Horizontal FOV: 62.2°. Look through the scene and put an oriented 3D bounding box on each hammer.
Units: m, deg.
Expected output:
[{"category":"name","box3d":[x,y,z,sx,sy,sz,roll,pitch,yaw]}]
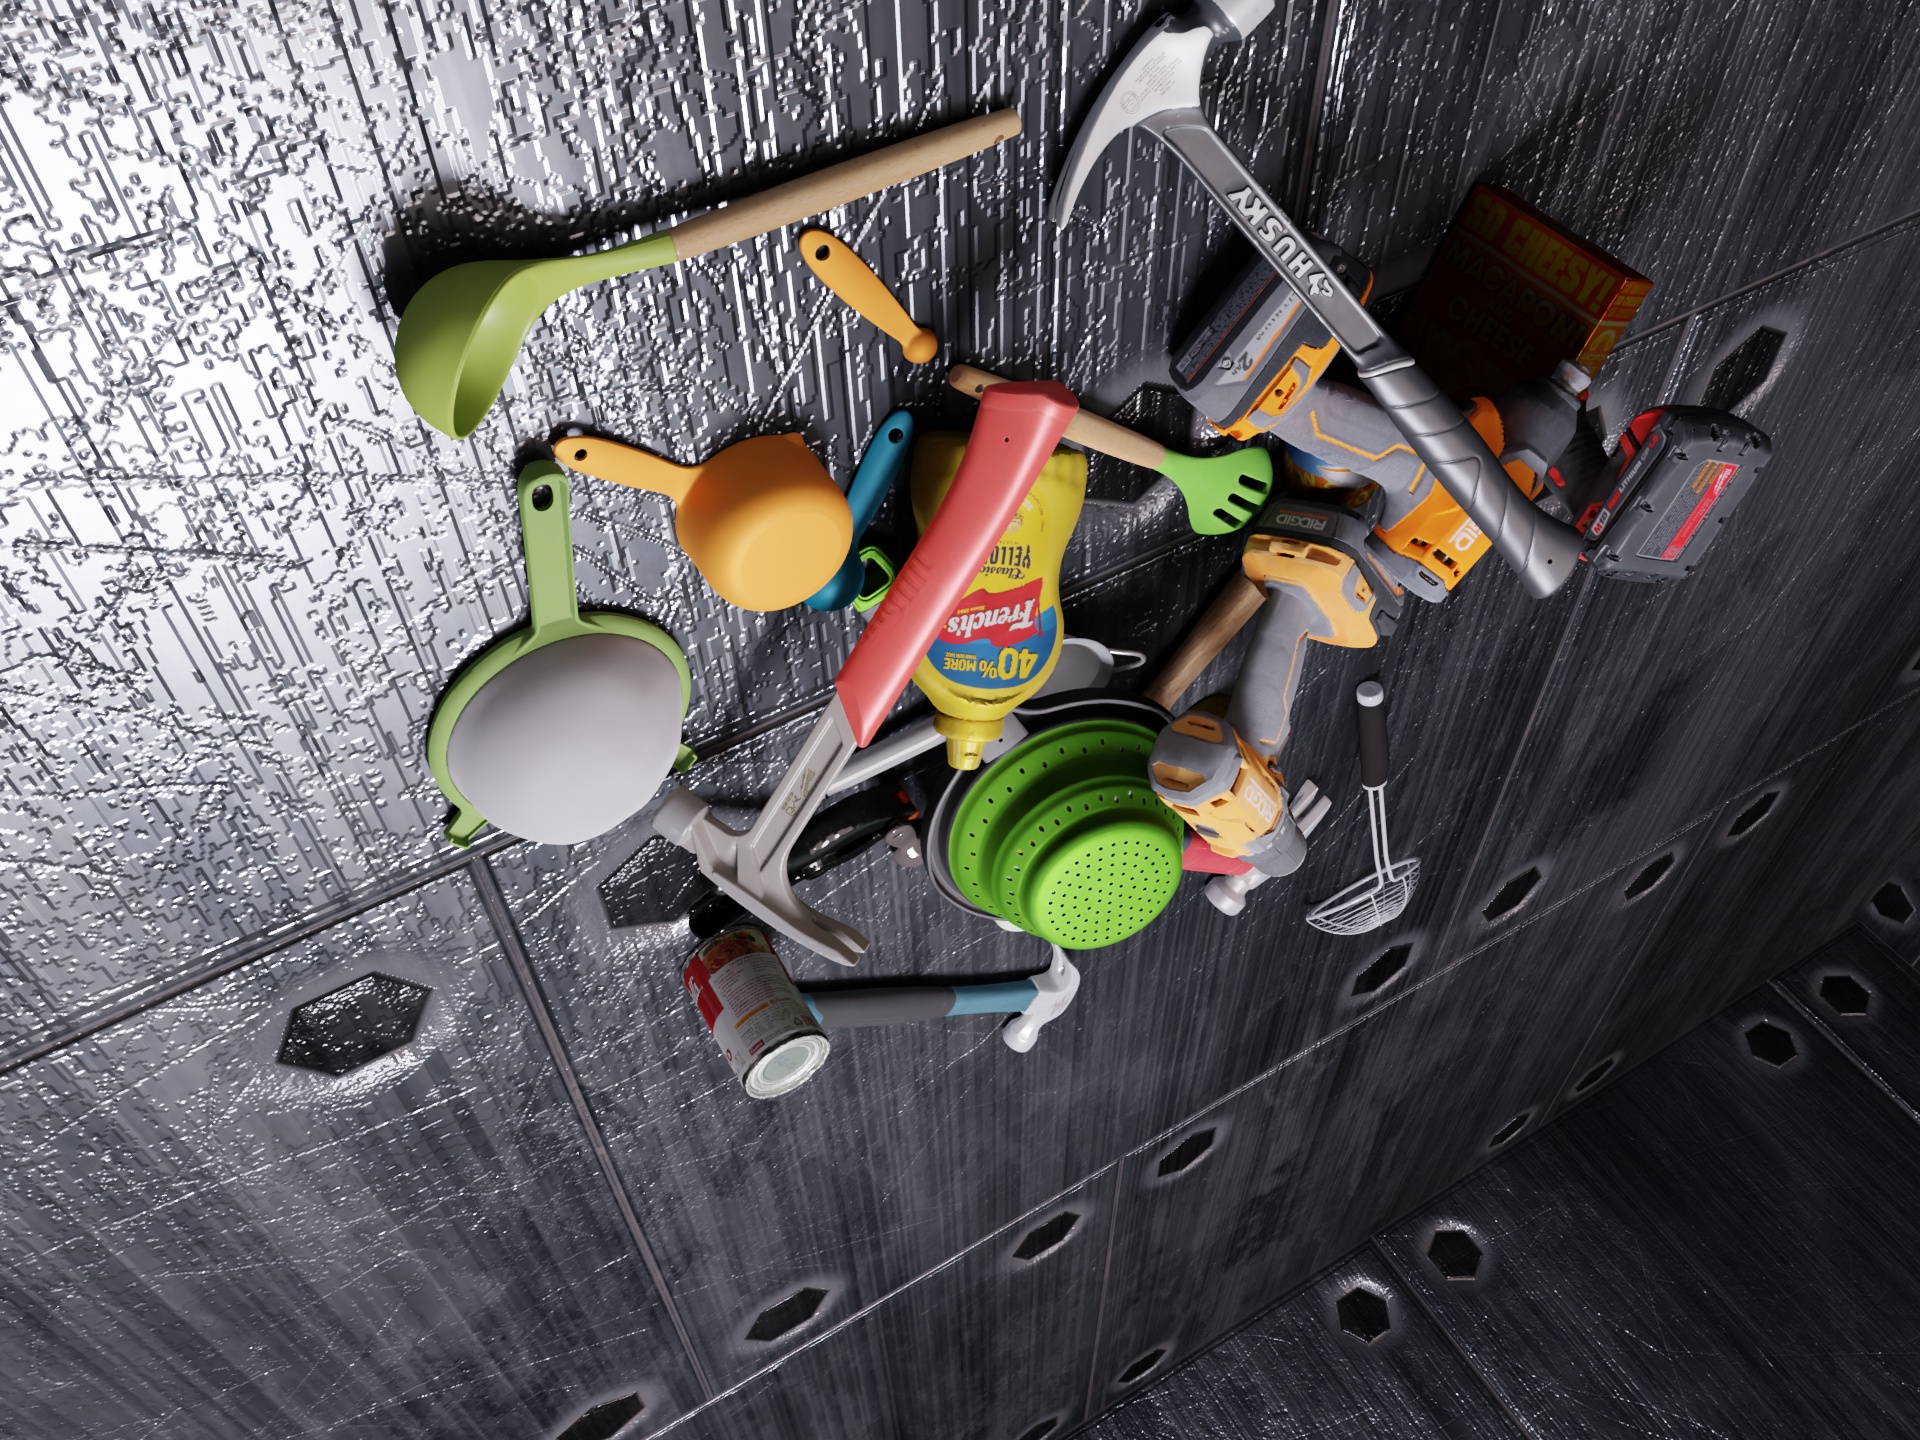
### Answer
[{"category":"hammer","box3d":[0.217,-0.203,0.868,0.149,0.036,0.408,-43,117,14]},{"category":"hammer","box3d":[0.182,0.094,1.309,0.143,0.038,0.386,-52,149,17]},{"category":"hammer","box3d":[-0.022,0.235,1.318,0.330,0.033,0.128,6,127,-46]},{"category":"hammer","box3d":[0.188,-0.067,1.160,0.130,0.031,0.331,14,120,-49]},{"category":"hammer","box3d":[-0.035,-0.027,0.874,0.359,0.149,0.037,-56,178,26]}]

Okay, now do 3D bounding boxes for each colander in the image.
[{"category":"colander","box3d":[0.043,0.039,1.019,0.204,0.095,0.396,-35,131,5]}]

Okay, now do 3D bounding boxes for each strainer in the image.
[{"category":"strainer","box3d":[-0.200,-0.017,0.830,0.151,0.069,0.256,-20,143,-25]},{"category":"strainer","box3d":[-0.002,-0.003,1.056,0.258,0.050,0.086,-26,146,-8]}]

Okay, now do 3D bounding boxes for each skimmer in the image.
[{"category":"skimmer","box3d":[0.377,0.082,1.508,0.127,0.090,0.362,-27,134,-10]}]

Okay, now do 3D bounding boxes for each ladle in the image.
[{"category":"ladle","box3d":[-0.100,-0.211,0.712,0.320,0.062,0.078,-27,171,-21]}]

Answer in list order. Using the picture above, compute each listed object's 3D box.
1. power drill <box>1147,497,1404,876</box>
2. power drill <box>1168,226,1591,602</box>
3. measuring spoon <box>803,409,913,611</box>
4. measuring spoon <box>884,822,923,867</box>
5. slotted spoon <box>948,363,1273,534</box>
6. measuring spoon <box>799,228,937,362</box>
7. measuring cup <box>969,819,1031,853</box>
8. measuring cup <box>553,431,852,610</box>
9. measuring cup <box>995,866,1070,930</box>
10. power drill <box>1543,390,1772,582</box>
[{"category":"power drill","box3d":[0.220,-0.011,1.076,0.185,0.084,0.226,41,71,-49]},{"category":"power drill","box3d":[0.256,-0.192,0.944,0.226,0.084,0.164,33,109,-20]},{"category":"measuring spoon","box3d":[-0.056,-0.113,0.883,0.042,0.021,0.128,19,116,-18]},{"category":"measuring spoon","box3d":[-0.036,0.088,1.109,0.034,0.018,0.124,-34,168,-2]},{"category":"slotted spoon","box3d":[0.103,-0.166,0.974,0.313,0.031,0.070,11,121,-46]},{"category":"measuring spoon","box3d":[-0.044,-0.211,0.799,0.021,0.011,0.116,-45,145,10]},{"category":"measuring cup","box3d":[0.049,0.085,1.225,0.062,0.029,0.156,-48,156,19]},{"category":"measuring cup","box3d":[-0.127,-0.105,0.809,0.173,0.052,0.095,11,123,-51]},{"category":"measuring cup","box3d":[0.077,0.151,1.295,0.083,0.038,0.167,-27,154,15]},{"category":"power drill","box3d":[0.409,-0.201,1.040,0.078,0.220,0.143,3,128,-28]}]
